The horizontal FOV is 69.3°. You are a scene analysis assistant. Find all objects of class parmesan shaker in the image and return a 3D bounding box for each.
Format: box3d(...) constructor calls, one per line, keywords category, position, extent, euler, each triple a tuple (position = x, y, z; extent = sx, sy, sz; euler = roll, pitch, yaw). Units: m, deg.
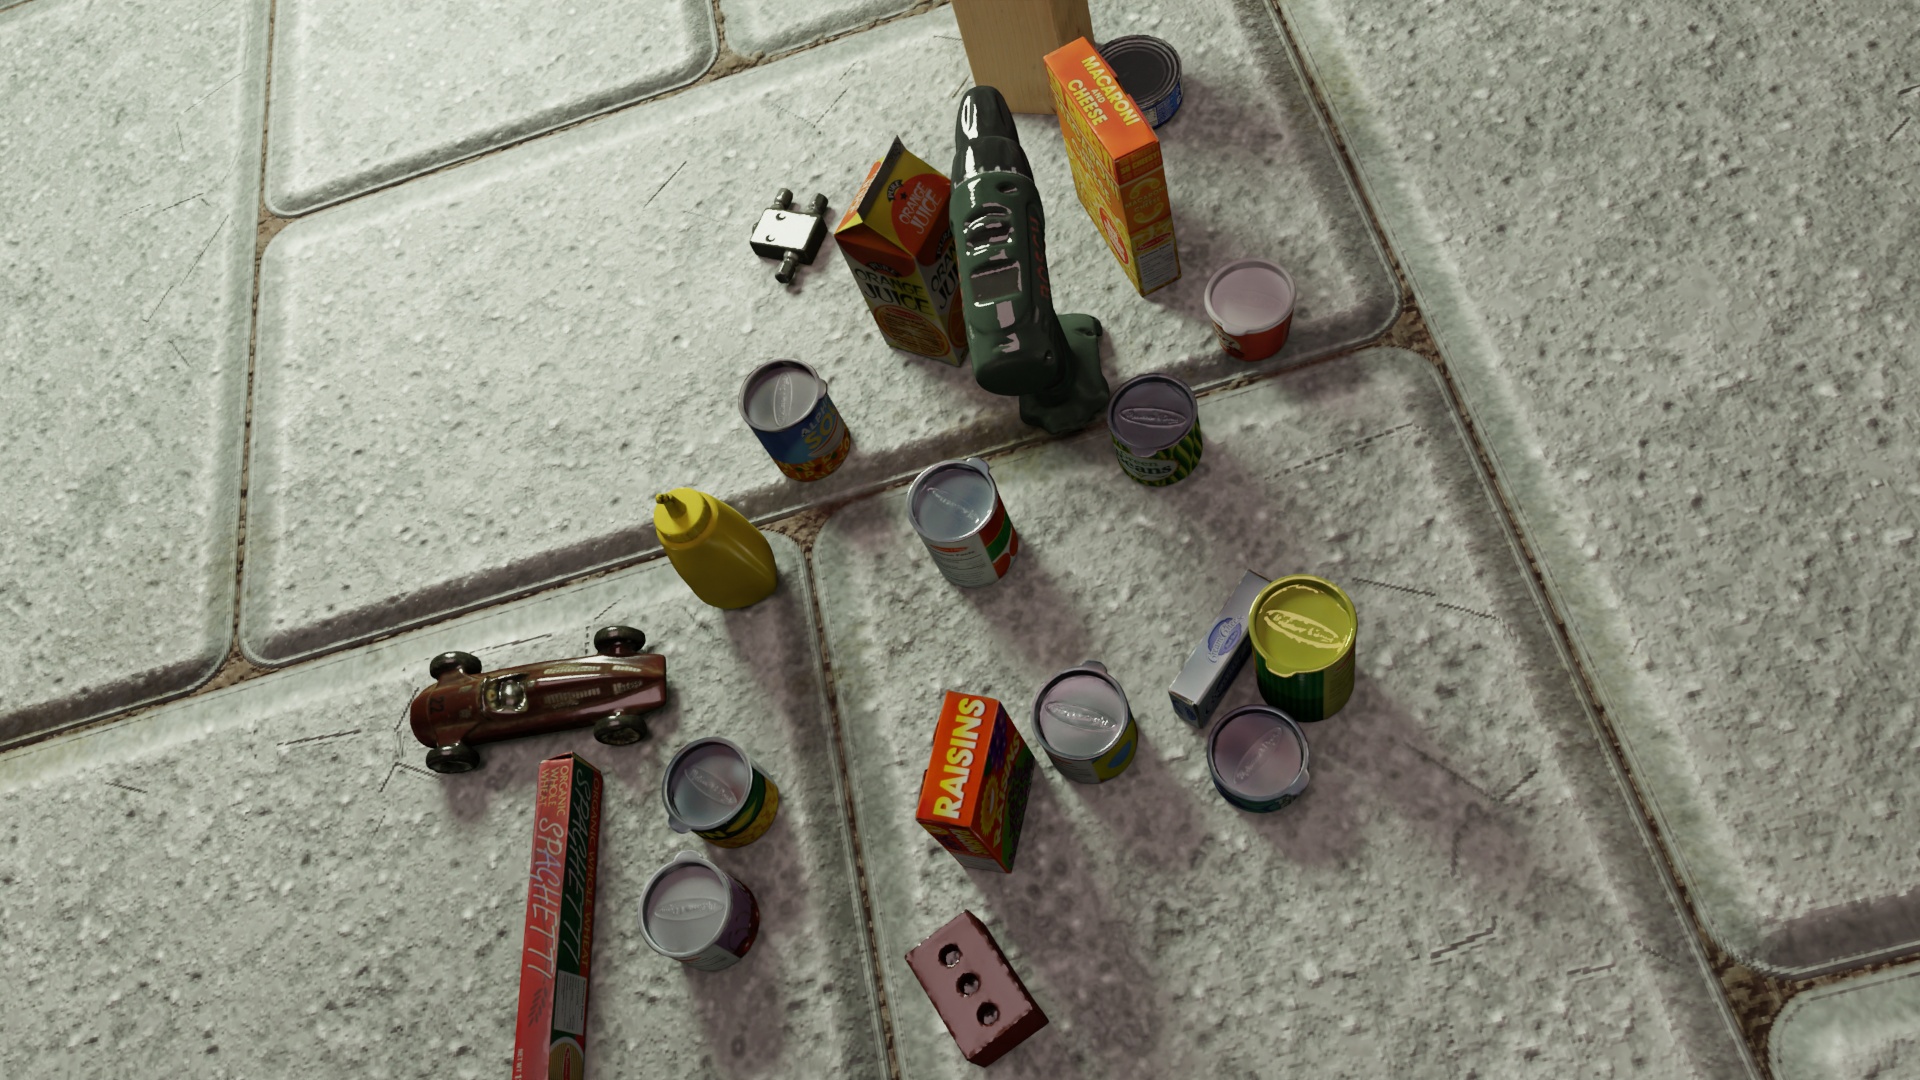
box3d(category="parmesan shaker", position=(0.223, 0.075, 0.907), extent=(0.071, 0.102, 0.071), euler=(-6, 63, 12))

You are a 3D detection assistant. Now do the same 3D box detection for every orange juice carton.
box3d(category="orange juice carton", position=(-0.038, -0.221, 1.070), extent=(0.073, 0.192, 0.072), euler=(19, 71, 22))

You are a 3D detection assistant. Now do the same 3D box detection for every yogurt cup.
box3d(category="yogurt cup", position=(0.222, -0.174, 1.060), extent=(0.072, 0.053, 0.072), euler=(-6, 63, 12))

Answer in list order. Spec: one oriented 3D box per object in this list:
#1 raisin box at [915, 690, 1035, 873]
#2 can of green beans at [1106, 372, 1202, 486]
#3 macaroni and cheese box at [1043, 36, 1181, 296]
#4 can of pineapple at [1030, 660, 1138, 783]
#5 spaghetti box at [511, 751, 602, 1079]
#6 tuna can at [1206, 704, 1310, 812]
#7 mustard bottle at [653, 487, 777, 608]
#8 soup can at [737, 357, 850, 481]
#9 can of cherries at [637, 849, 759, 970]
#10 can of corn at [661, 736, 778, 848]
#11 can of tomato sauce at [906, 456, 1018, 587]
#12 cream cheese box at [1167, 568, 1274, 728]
box3d(category="raisin box", position=(0.012, 0.159, 0.906), extent=(0.040, 0.123, 0.086), euler=(7, 66, 18))
box3d(category="can of green beans", position=(0.145, -0.081, 1.031), extent=(0.071, 0.057, 0.071), euler=(-6, 63, 12))
box3d(category="macaroni and cheese box", position=(0.120, -0.287, 1.078), extent=(0.040, 0.166, 0.124), euler=(-27, 61, 1))
box3d(category="can of pineapple", position=(0.086, 0.125, 0.942), extent=(0.071, 0.057, 0.071), euler=(-6, 63, 12))
box3d(category="spaghetti box", position=(-0.278, 0.274, 0.964), extent=(0.028, 0.050, 0.251), euler=(-9, 62, 10))
box3d(category="tuna can", position=(0.199, 0.146, 0.917), extent=(0.071, 0.032, 0.071), euler=(-6, 63, 11))
box3d(category="mustard bottle", position=(-0.185, -0.001, 1.015), extent=(0.065, 0.159, 0.049), euler=(-19, 61, 5))
box3d(category="soup can", position=(-0.126, -0.094, 1.091), extent=(0.071, 0.083, 0.071), euler=(-6, 63, 12))
box3d(category="can of cherries", position=(-0.176, 0.252, 0.944), extent=(0.071, 0.058, 0.072), euler=(-6, 63, 12))
box3d(category="can of corn", position=(-0.170, 0.181, 0.978), extent=(0.071, 0.058, 0.071), euler=(-6, 63, 12))
box3d(category="can of tomato sauce", position=(0.004, -0.013, 1.018), extent=(0.071, 0.082, 0.071), euler=(-6, 63, 12))
box3d(category="cream cheese box", position=(0.180, 0.075, 0.946), extent=(0.024, 0.053, 0.104), euler=(29, 74, 25))
